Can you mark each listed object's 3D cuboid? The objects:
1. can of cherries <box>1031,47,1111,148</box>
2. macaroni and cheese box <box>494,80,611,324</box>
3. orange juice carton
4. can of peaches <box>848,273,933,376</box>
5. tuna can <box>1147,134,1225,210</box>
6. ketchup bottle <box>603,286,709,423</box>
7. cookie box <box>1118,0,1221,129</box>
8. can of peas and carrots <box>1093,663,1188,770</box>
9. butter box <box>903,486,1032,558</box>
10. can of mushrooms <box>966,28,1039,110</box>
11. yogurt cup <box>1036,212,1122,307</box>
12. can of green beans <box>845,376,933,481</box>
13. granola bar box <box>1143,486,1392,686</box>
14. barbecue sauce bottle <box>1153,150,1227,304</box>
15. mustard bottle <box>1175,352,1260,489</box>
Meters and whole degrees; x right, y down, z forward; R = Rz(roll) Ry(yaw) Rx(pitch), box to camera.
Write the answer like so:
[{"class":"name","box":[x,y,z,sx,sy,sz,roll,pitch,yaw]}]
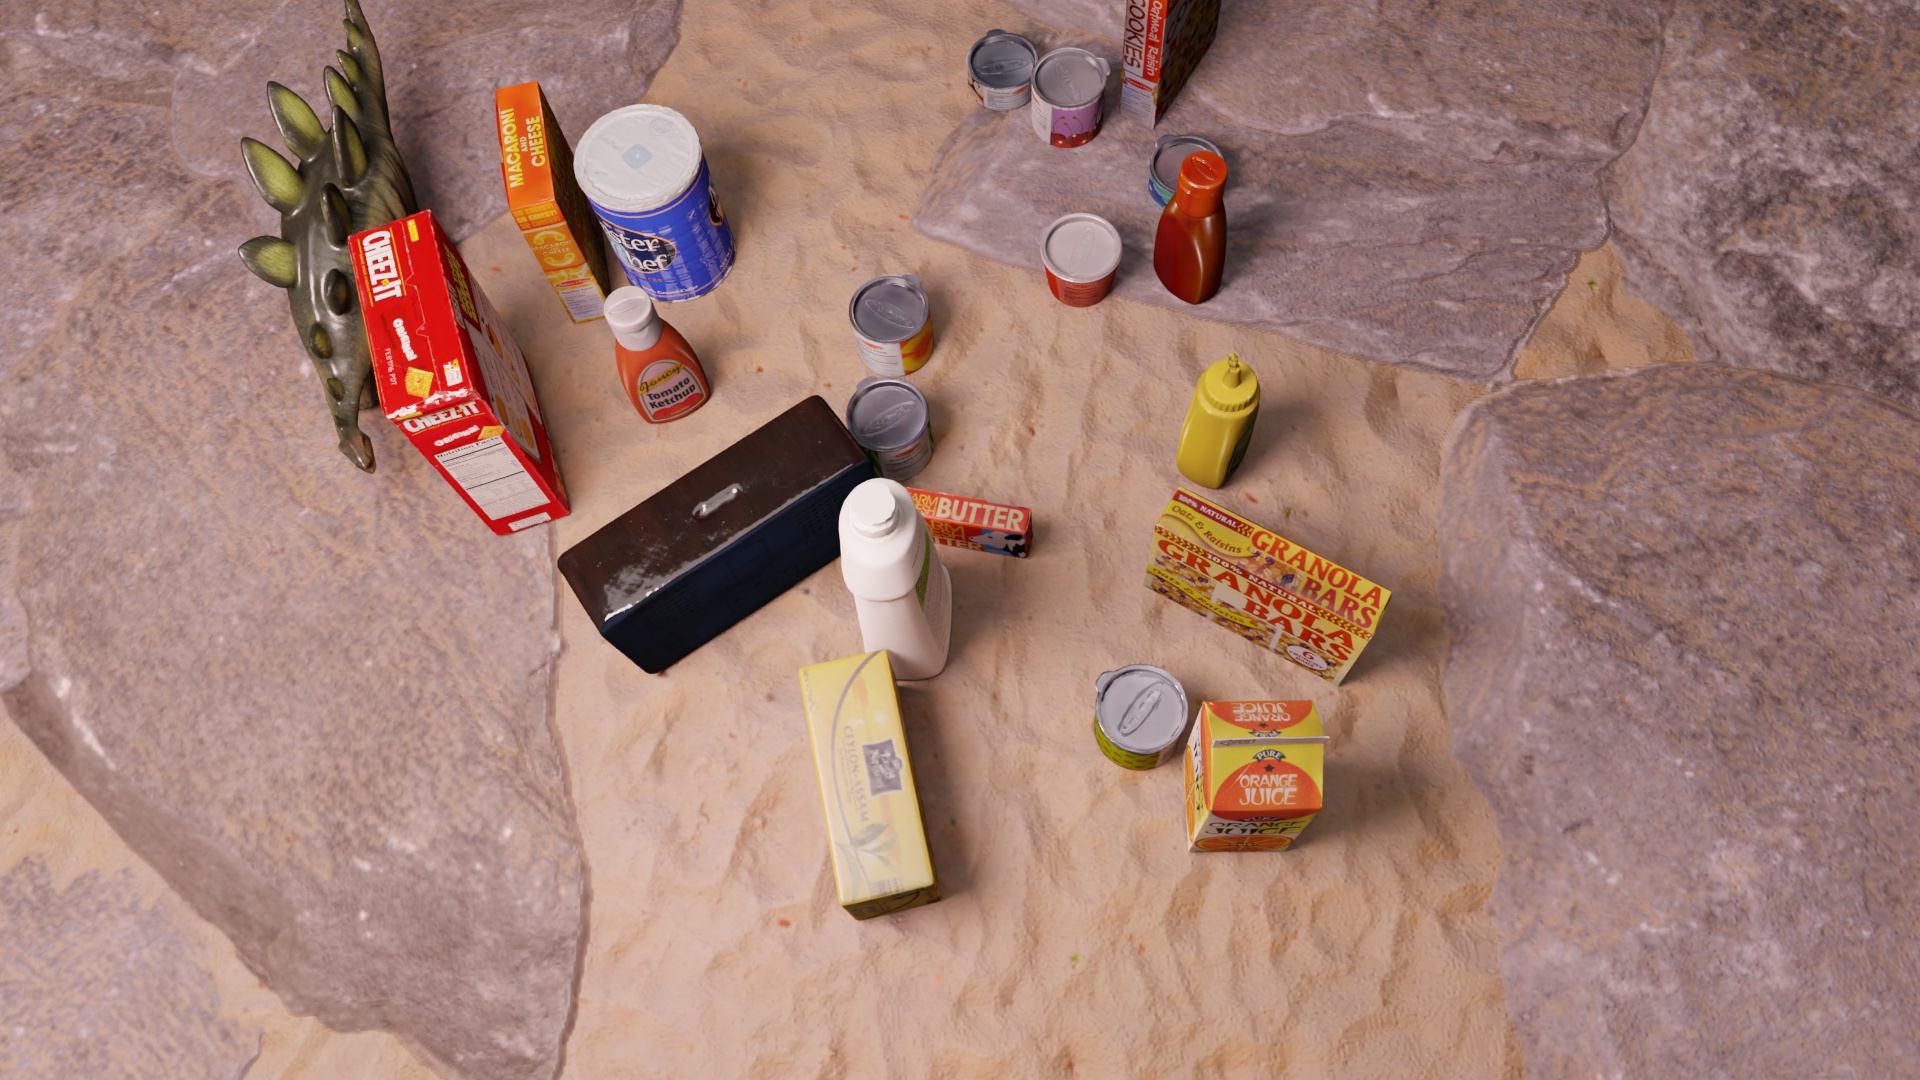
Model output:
[{"class":"can of cherries","box":[0.099,-0.395,1.240,0.071,0.058,0.072,-1,67,3]},{"class":"macaroni and cheese box","box":[-0.337,-0.277,1.156,0.040,0.166,0.124,-14,67,-2]},{"class":"orange juice carton","box":[0.194,0.156,0.926,0.072,0.192,0.073,-1,67,3]},{"class":"can of peaches","box":[-0.055,-0.180,1.157,0.071,0.058,0.071,-1,67,3]},{"class":"tuna can","box":[0.196,-0.321,1.217,0.071,0.032,0.071,-1,67,3]},{"class":"ketchup bottle","box":[-0.246,-0.148,1.105,0.065,0.148,0.043,-26,68,-7]},{"class":"cookie box","box":[0.185,-0.461,1.204,0.040,0.166,0.123,29,72,14]},{"class":"can of peas and carrots","box":[0.129,0.129,1.014,0.071,0.058,0.071,-1,67,3]},{"class":"butter box","box":[0.004,-0.014,1.085,0.103,0.053,0.024,10,68,7]},{"class":"can of mushrooms","box":[0.039,-0.431,1.272,0.071,0.033,0.071,-1,67,3]},{"class":"yogurt cup","box":[0.102,-0.234,1.173,0.072,0.053,0.072,-1,67,3]},{"class":"can of green beans","box":[-0.056,-0.089,1.118,0.071,0.057,0.071,-1,67,3]},{"class":"granola bar box","box":[0.220,0.035,1.014,0.166,0.123,0.039,28,72,14]},{"class":"barbecue sauce bottle","box":[0.189,-0.254,1.126,0.044,0.148,0.065,-35,70,-11]},{"class":"mustard bottle","box":[0.198,-0.095,1.051,0.049,0.159,0.065,28,72,14]}]
